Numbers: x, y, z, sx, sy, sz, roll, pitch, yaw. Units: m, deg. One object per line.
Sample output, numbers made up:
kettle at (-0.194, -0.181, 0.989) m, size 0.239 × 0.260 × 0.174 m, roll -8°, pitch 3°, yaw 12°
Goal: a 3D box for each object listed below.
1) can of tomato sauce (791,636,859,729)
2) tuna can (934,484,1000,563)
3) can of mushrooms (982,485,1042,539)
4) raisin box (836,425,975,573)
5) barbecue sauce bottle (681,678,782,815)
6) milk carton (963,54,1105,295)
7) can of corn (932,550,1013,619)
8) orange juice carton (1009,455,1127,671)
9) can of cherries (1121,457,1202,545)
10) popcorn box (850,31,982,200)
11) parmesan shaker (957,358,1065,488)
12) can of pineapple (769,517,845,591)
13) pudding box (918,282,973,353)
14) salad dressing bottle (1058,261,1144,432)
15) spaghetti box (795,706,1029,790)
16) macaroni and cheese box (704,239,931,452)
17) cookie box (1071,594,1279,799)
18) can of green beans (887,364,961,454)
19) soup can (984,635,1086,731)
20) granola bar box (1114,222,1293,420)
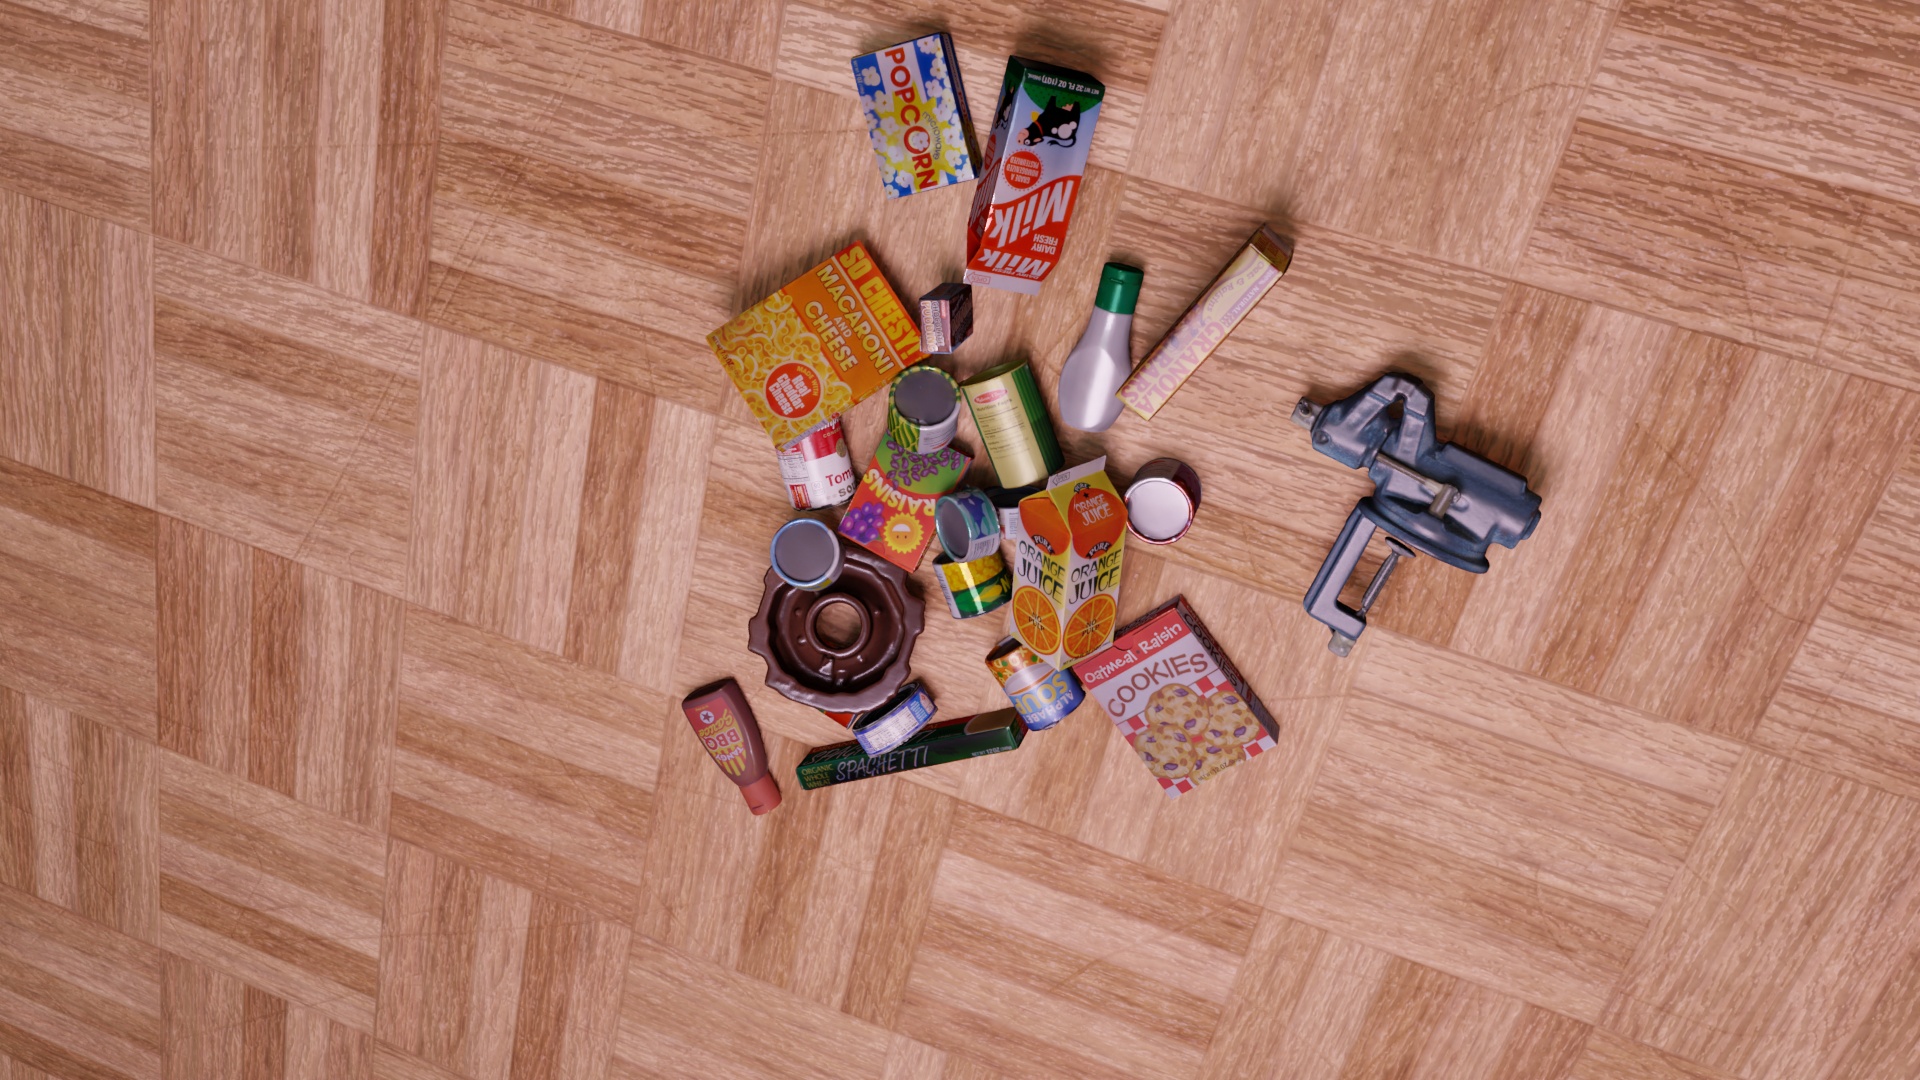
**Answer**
can of tomato sauce at (-0.132, 0.143, 1.417) m, size 0.083 × 0.071 × 0.071 m, roll 32°, pitch 116°, yaw 4°
tuna can at (0.005, -0.016, 1.277) m, size 0.071 × 0.033 × 0.070 m, roll 37°, pitch 136°, yaw 48°
can of mushrooms at (0.047, -0.028, 1.304) m, size 0.071 × 0.071 × 0.033 m, roll 2°, pitch 111°, yaw 16°
raisin box at (-0.052, -0.044, 1.321) m, size 0.086 × 0.040 × 0.123 m, roll 28°, pitch 99°, yaw 4°
barbecue sauce bottle at (-0.240, 0.224, 1.493) m, size 0.065 × 0.044 × 0.148 m, roll -20°, pitch 103°, yaw 21°
milk carton at (0.057, -0.304, 1.180) m, size 0.072 × 0.074 × 0.189 m, roll 8°, pitch 115°, yaw -14°
can of corn at (0.015, 0.035, 1.336) m, size 0.071 × 0.071 × 0.058 m, roll -16°, pitch 105°, yaw 21°
orange juice carton at (0.099, 0.015, 1.268) m, size 0.073 × 0.072 × 0.191 m, roll 35°, pitch 134°, yaw 40°
can of cherries at (0.185, -0.033, 1.264) m, size 0.071 × 0.058 × 0.071 m, roll 5°, pitch 111°, yaw 15°
popcorn box at (-0.037, -0.370, 1.213) m, size 0.085 × 0.038 × 0.126 m, roll -9°, pitch 107°, yaw 19°
parmesan shaker at (0.046, -0.106, 1.273) m, size 0.071 × 0.071 × 0.103 m, roll -16°, pitch 105°, yaw 21°
can of pineapple at (-0.146, 0.014, 1.312) m, size 0.071 × 0.058 × 0.071 m, roll 0°, pitch 84°, yaw 1°
pudding box at (-0.013, -0.200, 1.245) m, size 0.030 × 0.084 × 0.049 m, roll 3°, pitch 110°, yaw 14°
salad dressing bottle at (0.128, -0.172, 1.237) m, size 0.064 × 0.044 × 0.147 m, roll 19°, pitch 113°, yaw 15°
spaghetti box at (-0.053, 0.216, 1.432) m, size 0.250 × 0.050 × 0.028 m, roll -14°, pitch 104°, yaw 21°
macaroni and cheese box at (-0.129, -0.177, 1.269) m, size 0.166 × 0.040 × 0.123 m, roll -33°, pitch 88°, yaw 0°
cookie box at (0.207, 0.152, 1.337) m, size 0.122 × 0.040 × 0.167 m, roll -34°, pitch 98°, yaw 24°
can of green beans at (-0.034, -0.120, 1.271) m, size 0.071 × 0.057 × 0.071 m, roll 1°, pitch 71°, yaw -4°
soup can at (0.072, 0.134, 1.352) m, size 0.071 × 0.071 × 0.083 m, roll -30°, pitch 99°, yaw 24°
granola bar box at (0.207, -0.183, 1.165) m, size 0.039 × 0.125 × 0.165 m, roll 41°, pitch 116°, yaw 0°
